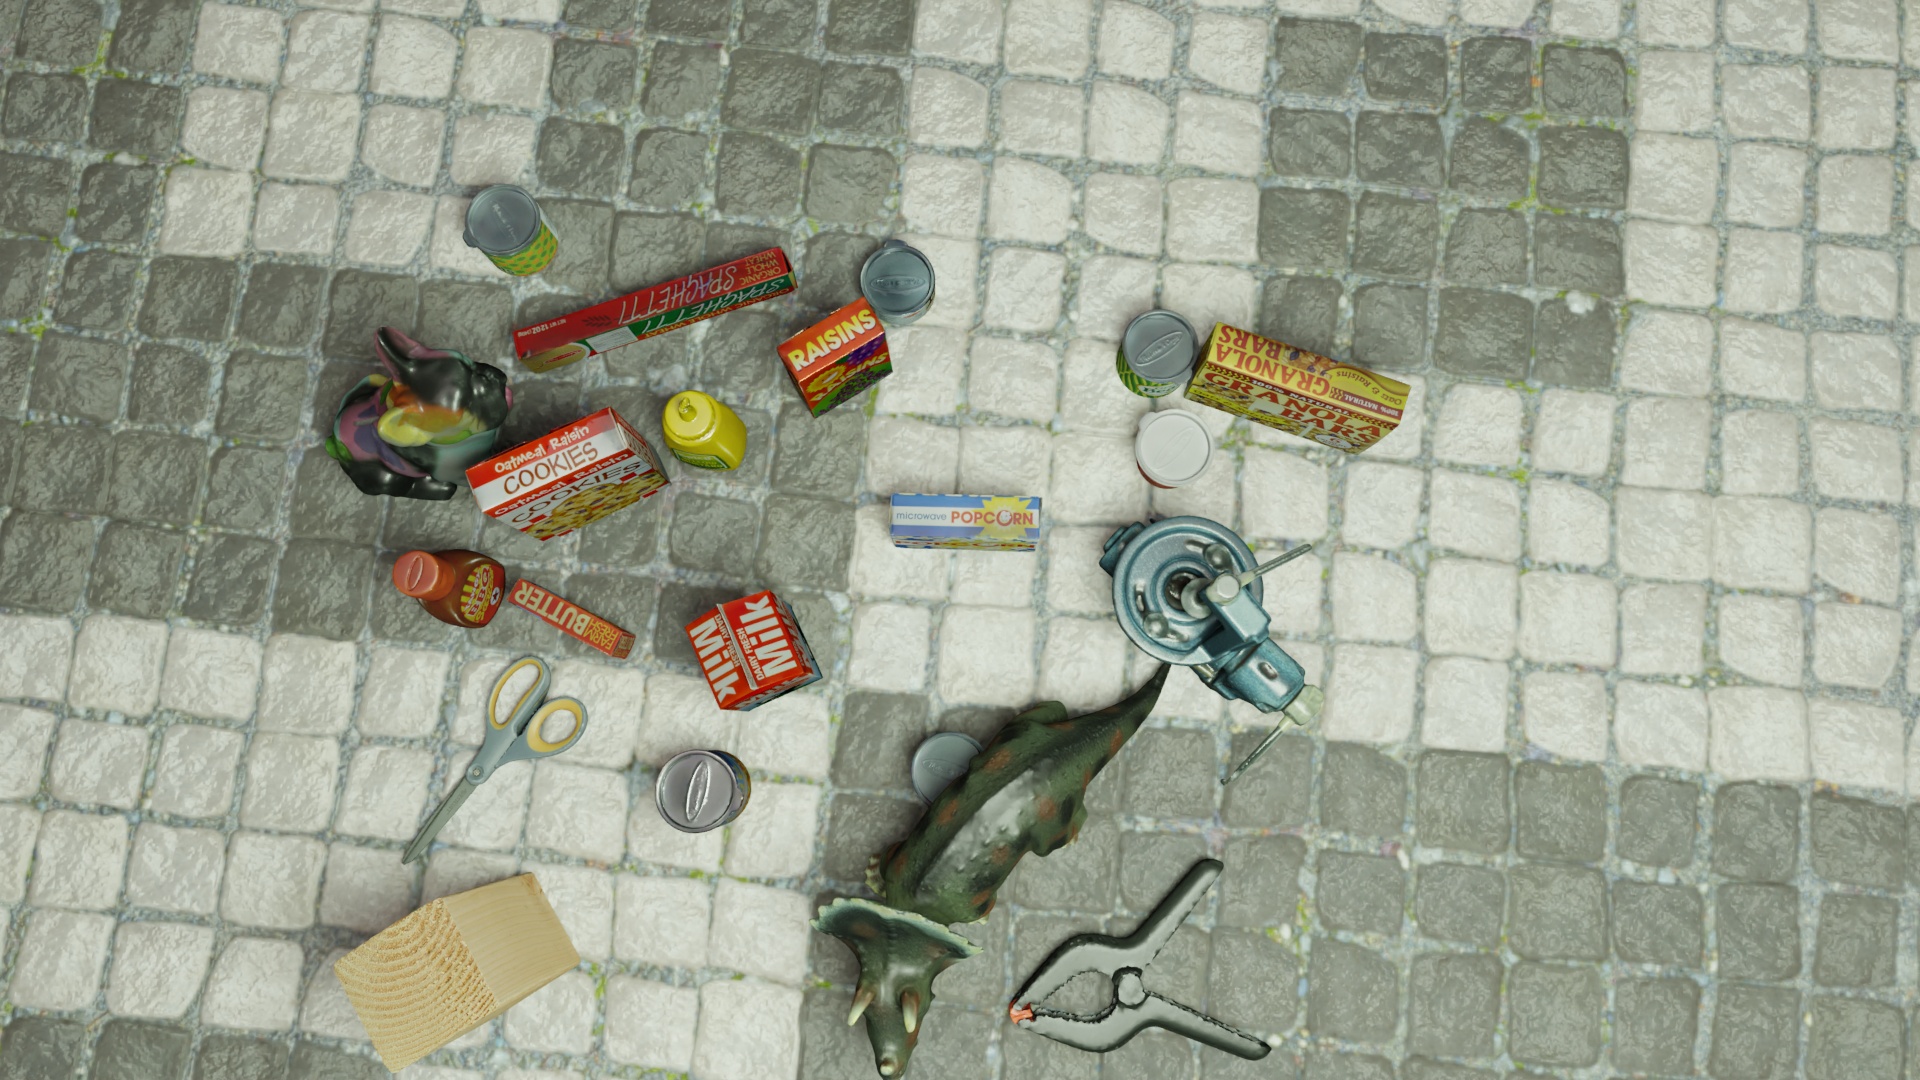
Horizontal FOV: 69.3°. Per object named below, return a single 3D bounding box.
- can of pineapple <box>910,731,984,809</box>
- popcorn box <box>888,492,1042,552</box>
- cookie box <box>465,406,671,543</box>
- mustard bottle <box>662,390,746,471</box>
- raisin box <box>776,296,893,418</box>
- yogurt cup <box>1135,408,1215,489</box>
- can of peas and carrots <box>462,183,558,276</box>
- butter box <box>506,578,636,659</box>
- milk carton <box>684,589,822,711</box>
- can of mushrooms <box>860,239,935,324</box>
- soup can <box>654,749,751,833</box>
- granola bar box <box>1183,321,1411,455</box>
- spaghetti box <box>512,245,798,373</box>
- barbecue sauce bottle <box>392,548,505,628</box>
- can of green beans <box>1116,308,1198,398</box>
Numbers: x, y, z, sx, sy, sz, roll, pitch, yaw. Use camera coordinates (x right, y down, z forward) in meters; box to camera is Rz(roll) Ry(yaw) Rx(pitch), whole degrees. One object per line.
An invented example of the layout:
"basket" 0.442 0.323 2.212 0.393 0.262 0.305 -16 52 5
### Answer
"can of pineapple" -0.009 0.194 1.163 0.071 0.058 0.071 0 81 0
"popcorn box" 0.004 -0.015 1.182 0.127 0.085 0.038 1 82 0
"cookie box" -0.319 -0.052 1.147 0.123 0.167 0.040 -25 82 -3
"mustard bottle" -0.219 -0.094 1.157 0.065 0.160 0.049 9 82 2
"raisin box" -0.105 -0.155 1.185 0.086 0.123 0.040 -31 83 -4
"yogurt cup" 0.183 -0.076 1.207 0.072 0.054 0.072 0 81 0
"can of peas and carrots" -0.401 -0.274 1.237 0.071 0.058 0.071 0 81 0
"butter box" -0.331 0.067 1.186 0.103 0.053 0.024 27 83 4
"milk carton" -0.165 0.090 1.113 0.073 0.190 0.072 -24 82 -3
"can of mushrooms" -0.055 -0.230 1.243 0.071 0.033 0.071 0 81 0
"soup can" -0.208 0.207 1.148 0.071 0.083 0.071 0 81 0
"granola bar box" 0.281 -0.126 1.180 0.166 0.124 0.039 19 82 3
"spaghetti box" -0.267 -0.204 1.230 0.250 0.050 0.029 -19 82 -3
"barbecue sauce bottle" -0.421 0.036 1.143 0.044 0.148 0.065 15 82 2
"can of green beans" 0.172 -0.163 1.219 0.071 0.057 0.071 0 81 0
